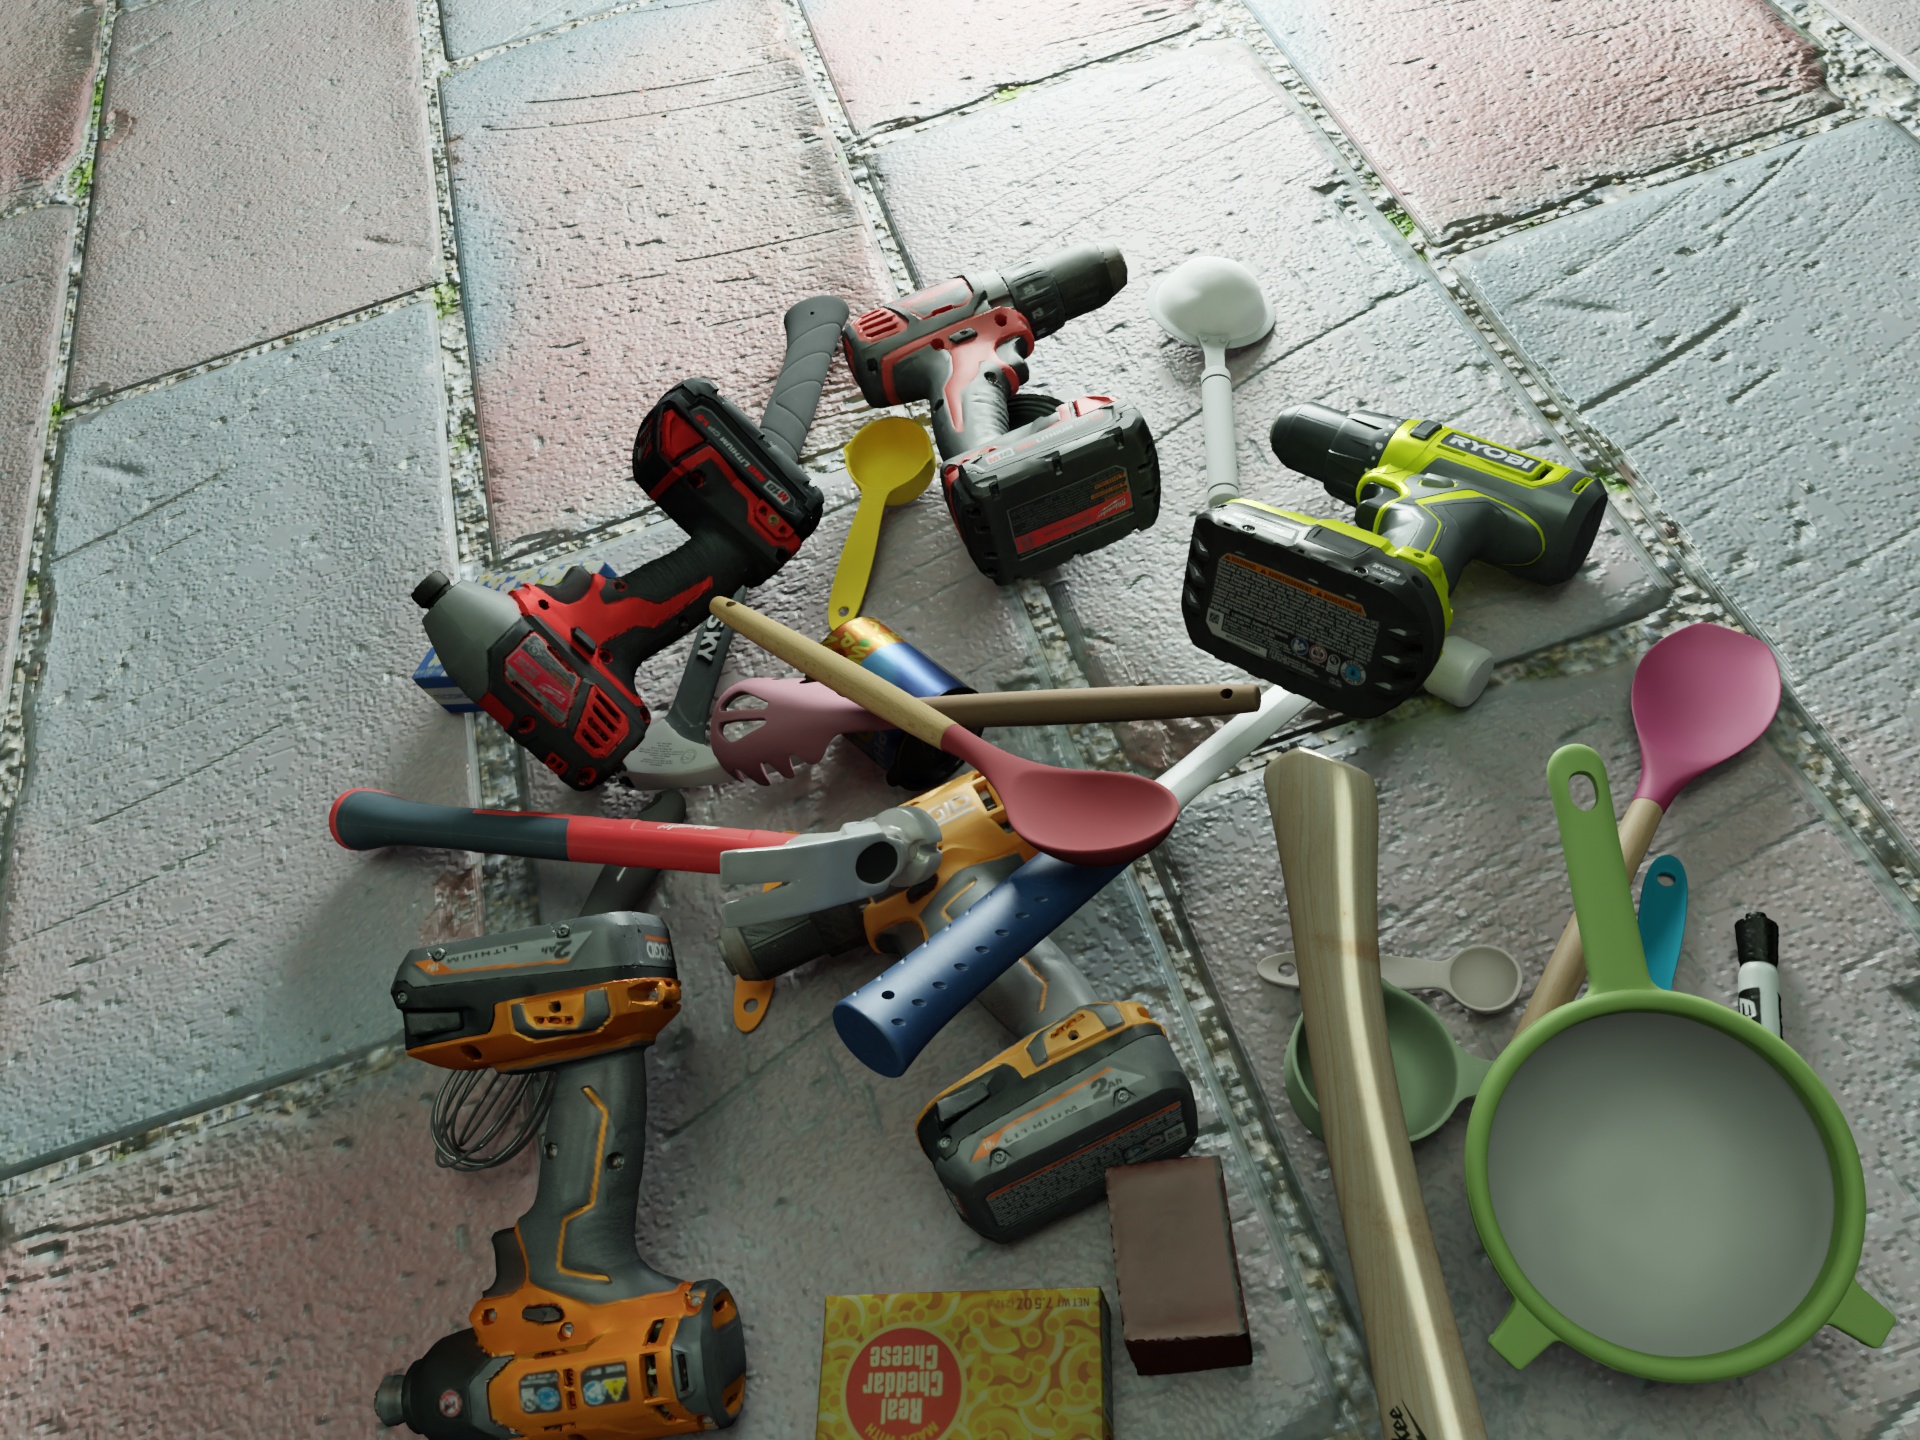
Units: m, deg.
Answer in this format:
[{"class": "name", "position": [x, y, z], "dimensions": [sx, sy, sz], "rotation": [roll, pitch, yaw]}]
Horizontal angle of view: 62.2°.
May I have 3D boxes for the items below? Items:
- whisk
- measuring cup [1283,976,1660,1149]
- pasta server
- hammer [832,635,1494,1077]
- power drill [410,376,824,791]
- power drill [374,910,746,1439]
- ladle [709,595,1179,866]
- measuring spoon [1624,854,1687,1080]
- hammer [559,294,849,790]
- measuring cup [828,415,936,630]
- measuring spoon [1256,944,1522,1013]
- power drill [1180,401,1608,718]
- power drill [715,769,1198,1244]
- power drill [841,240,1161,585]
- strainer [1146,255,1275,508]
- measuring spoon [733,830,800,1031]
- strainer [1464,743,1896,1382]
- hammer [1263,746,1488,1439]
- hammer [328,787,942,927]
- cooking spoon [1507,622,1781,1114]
[{"class": "whisk", "position": [-0.205, 0.130, 0.840], "dimensions": [0.055, 0.055, 0.239], "rotation": [11, 54, 21]}, {"class": "measuring cup", "position": [0.229, 0.168, 0.721], "dimensions": [0.167, 0.038, 0.083], "rotation": [9, 57, 0]}, {"class": "pasta server", "position": [-0.001, -0.003, 0.810], "dimensions": [0.316, 0.040, 0.060], "rotation": [-3, 73, 26]}, {"class": "hammer", "position": [0.095, 0.035, 0.774], "dimensions": [0.144, 0.035, 0.405], "rotation": [31, 49, 32]}, {"class": "power drill", "position": [-0.191, -0.083, 0.892], "dimensions": [0.143, 0.078, 0.220], "rotation": [44, 65, -12]}, {"class": "power drill", "position": [-0.193, 0.211, 0.719], "dimensions": [0.164, 0.084, 0.227], "rotation": [-11, 78, 5]}, {"class": "ladle", "position": [-0.024, -0.002, 0.779], "dimensions": [0.069, 0.031, 0.316], "rotation": [-29, 43, -35]}, {"class": "measuring spoon", "position": [0.325, 0.116, 0.745], "dimensions": [0.042, 0.021, 0.129], "rotation": [11, 49, 21]}, {"class": "hammer", "position": [-0.129, -0.129, 1.017], "dimensions": [0.149, 0.036, 0.409], "rotation": [3, 55, 14]}, {"class": "measuring cup", "position": [-0.055, -0.120, 1.005], "dimensions": [0.062, 0.029, 0.157], "rotation": [7, 68, 18]}, {"class": "measuring spoon", "position": [0.206, 0.125, 0.767], "dimensions": [0.124, 0.018, 0.034], "rotation": [0, 54, 22]}, {"class": "power drill", "position": [0.217, -0.103, 0.855], "dimensions": [0.191, 0.080, 0.228], "rotation": [27, 41, 28]}, {"class": "power drill", "position": [-0.009, 0.133, 0.771], "dimensions": [0.185, 0.084, 0.226], "rotation": [-25, 48, -5]}, {"class": "power drill", "position": [0.044, -0.202, 0.962], "dimensions": [0.188, 0.080, 0.227], "rotation": [-23, 50, -4]}, {"class": "strainer", "position": [0.165, -0.224, 1.015], "dimensions": [0.087, 0.050, 0.259], "rotation": [4, 58, -2]}, {"class": "measuring spoon", "position": [-0.102, 0.113, 0.852], "dimensions": [0.021, 0.011, 0.117], "rotation": [3, 59, 12]}, {"class": "strainer", "position": [0.278, 0.140, 0.674], "dimensions": [0.151, 0.069, 0.256], "rotation": [-7, 71, 6]}, {"class": "hammer", "position": [0.162, 0.200, 0.641], "dimensions": [0.146, 0.038, 0.411], "rotation": [-28, 51, 34]}, {"class": "hammer", "position": [-0.206, 0.062, 0.810], "dimensions": [0.386, 0.143, 0.038], "rotation": [1, 95, 34]}, {"class": "cooking spoon", "position": [0.321, 0.061, 0.766], "dimensions": [0.069, 0.017, 0.319], "rotation": [25, 57, 25]}]
